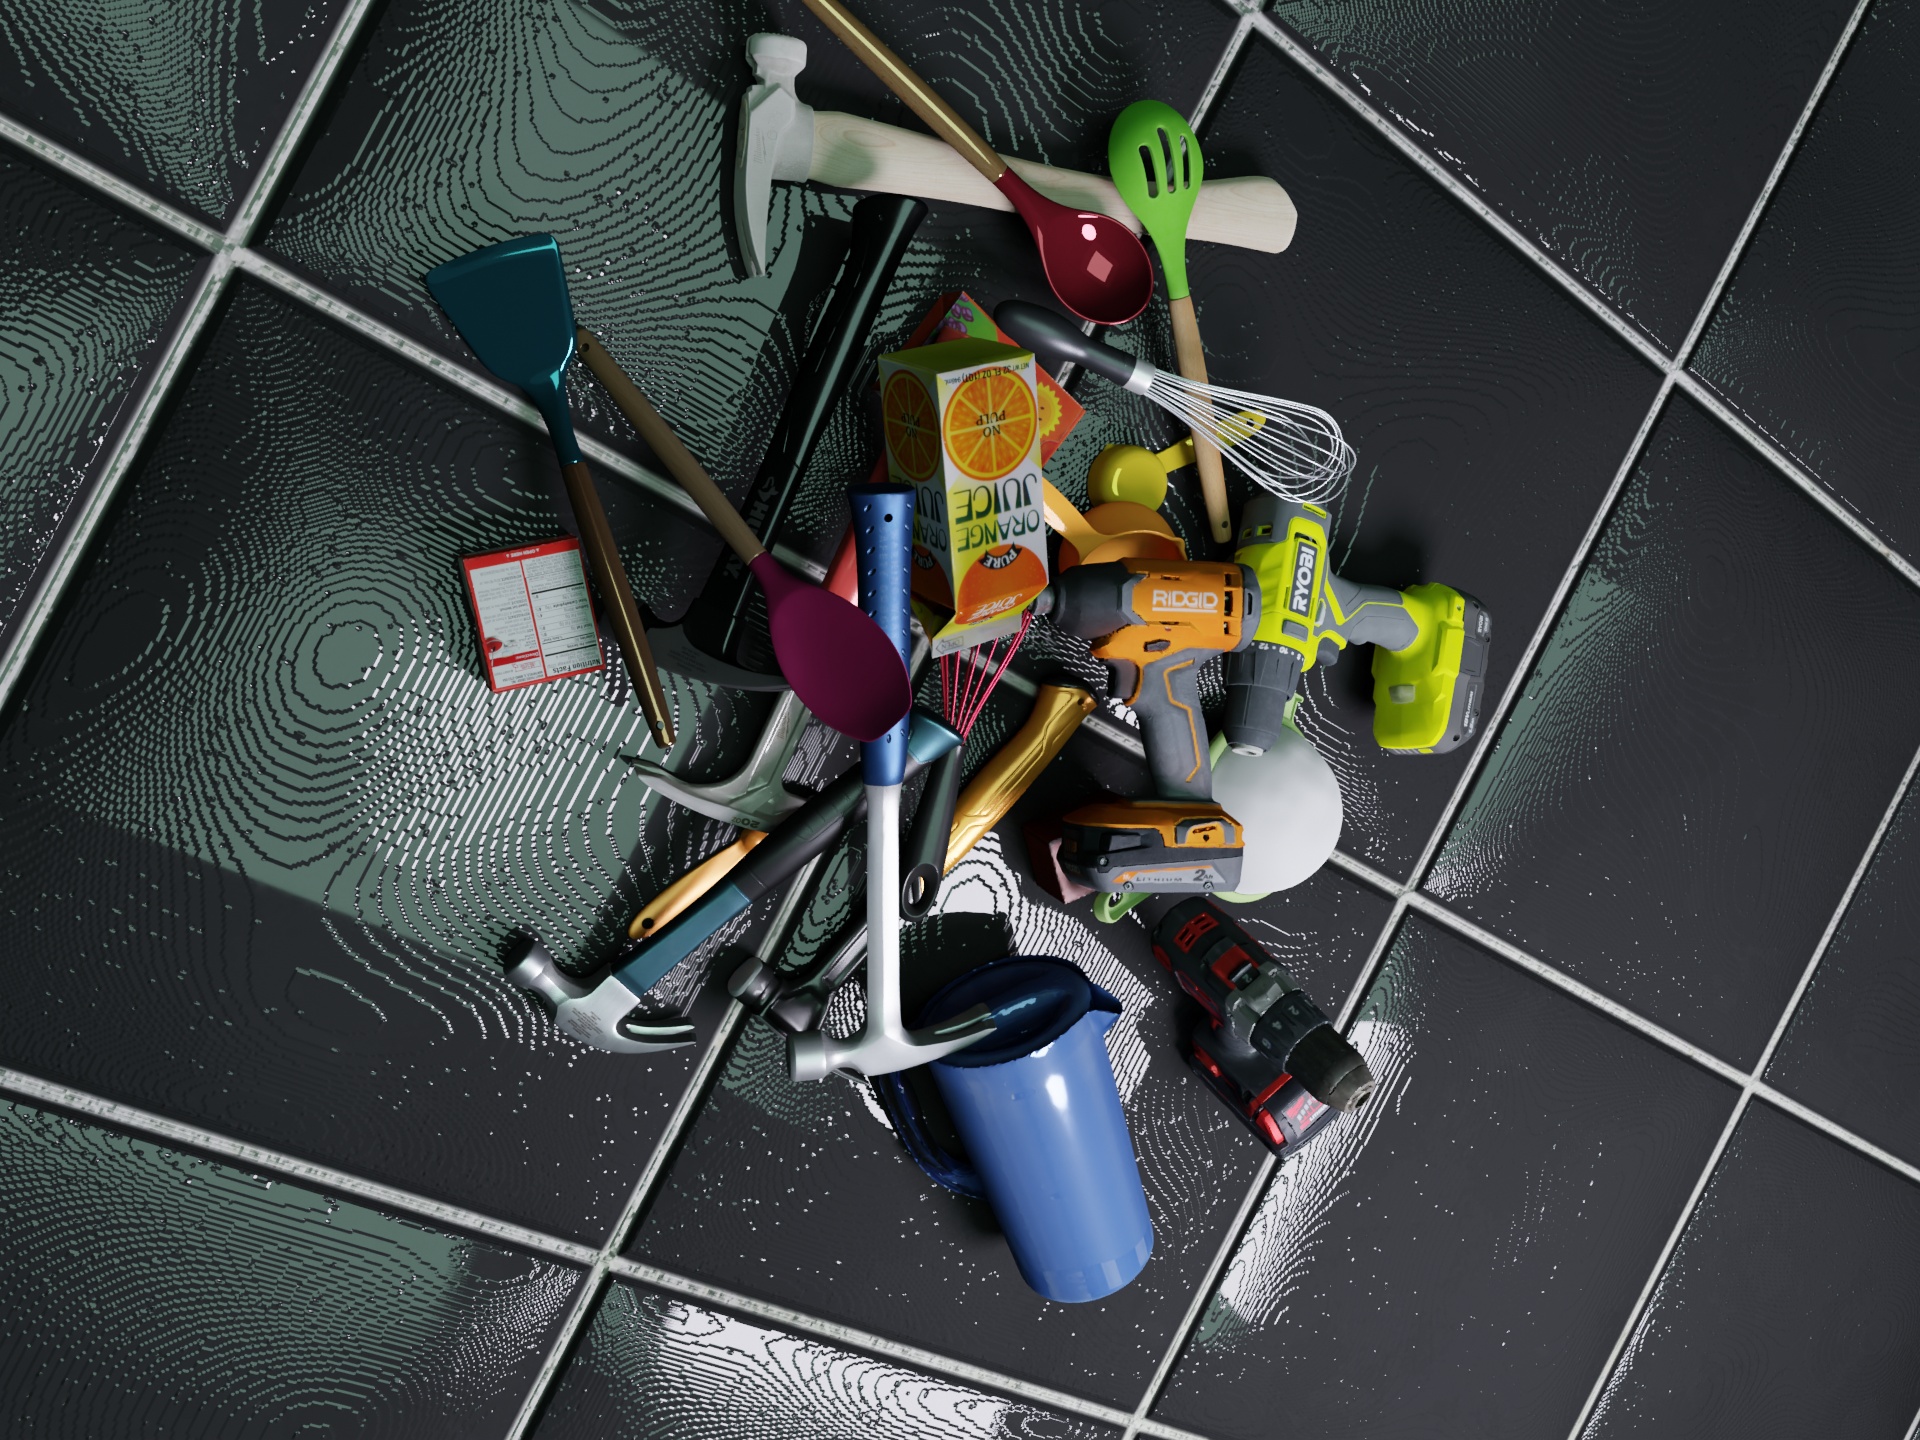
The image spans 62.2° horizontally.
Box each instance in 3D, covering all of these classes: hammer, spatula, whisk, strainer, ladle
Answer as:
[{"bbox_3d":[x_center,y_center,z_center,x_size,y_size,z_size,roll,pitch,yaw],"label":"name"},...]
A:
[{"bbox_3d":[-0.137,0.102,1.065,0.331,0.033,0.128,-39,115,2],"label":"hammer"},{"bbox_3d":[-0.234,-0.133,0.978,0.082,0.044,0.317,-19,93,-3],"label":"spatula"},{"bbox_3d":[-0.002,-0.004,1.105,0.073,0.073,0.296,13,91,-25],"label":"whisk"},{"bbox_3d":[-0.082,-0.093,1.055,0.149,0.037,0.359,21,101,-26],"label":"hammer"},{"bbox_3d":[0.207,0.091,1.186,0.256,0.069,0.151,-28,114,-35],"label":"strainer"},{"bbox_3d":[0.048,-0.352,1.082,0.410,0.038,0.146,1,102,-24],"label":"hammer"},{"bbox_3d":[-0.013,0.104,1.151,0.127,0.034,0.337,44,82,-24],"label":"hammer"},{"bbox_3d":[-0.100,-0.176,1.007,0.146,0.035,0.335,25,92,12],"label":"hammer"},{"bbox_3d":[-0.045,0.049,1.033,0.144,0.035,0.405,-4,110,-13],"label":"hammer"},{"bbox_3d":[0.006,-0.369,1.025,0.315,0.031,0.069,37,87,-25],"label":"ladle"},{"bbox_3d":[0.150,-0.225,1.096,0.284,0.070,0.070,21,92,-16],"label":"whisk"}]

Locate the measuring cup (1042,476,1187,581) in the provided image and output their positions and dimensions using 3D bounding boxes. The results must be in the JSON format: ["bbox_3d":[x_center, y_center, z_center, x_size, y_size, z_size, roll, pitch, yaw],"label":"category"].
[{"bbox_3d":[0.087,-0.135,1.112,0.095,0.052,0.173,-38,128,18],"label":"measuring cup"}]

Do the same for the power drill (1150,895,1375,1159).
[{"bbox_3d":[0.231,0.241,1.166,0.080,0.188,0.226,-39,144,-10],"label":"power drill"}]

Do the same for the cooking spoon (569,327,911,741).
[{"bbox_3d":[-0.140,-0.119,0.978,0.068,0.017,0.319,-41,84,15],"label":"cooking spoon"}]

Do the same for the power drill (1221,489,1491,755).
[{"bbox_3d":[0.289,-0.049,1.197,0.228,0.080,0.191,17,78,-31],"label":"power drill"}]

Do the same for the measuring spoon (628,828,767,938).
[{"bbox_3d":[-0.179,0.112,1.093,0.117,0.011,0.021,-38,113,-12],"label":"measuring spoon"}]

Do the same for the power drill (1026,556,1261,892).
[{"bbox_3d":[0.120,0.001,1.090,0.164,0.084,0.226,2,91,-17],"label":"power drill"}]

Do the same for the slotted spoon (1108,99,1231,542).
[{"bbox_3d":[0.160,-0.273,1.121,0.070,0.031,0.313,-21,114,-16],"label":"slotted spoon"}]

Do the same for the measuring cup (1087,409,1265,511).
[{"bbox_3d":[0.166,-0.194,1.168,0.156,0.029,0.062,-27,110,-15],"label":"measuring cup"}]
